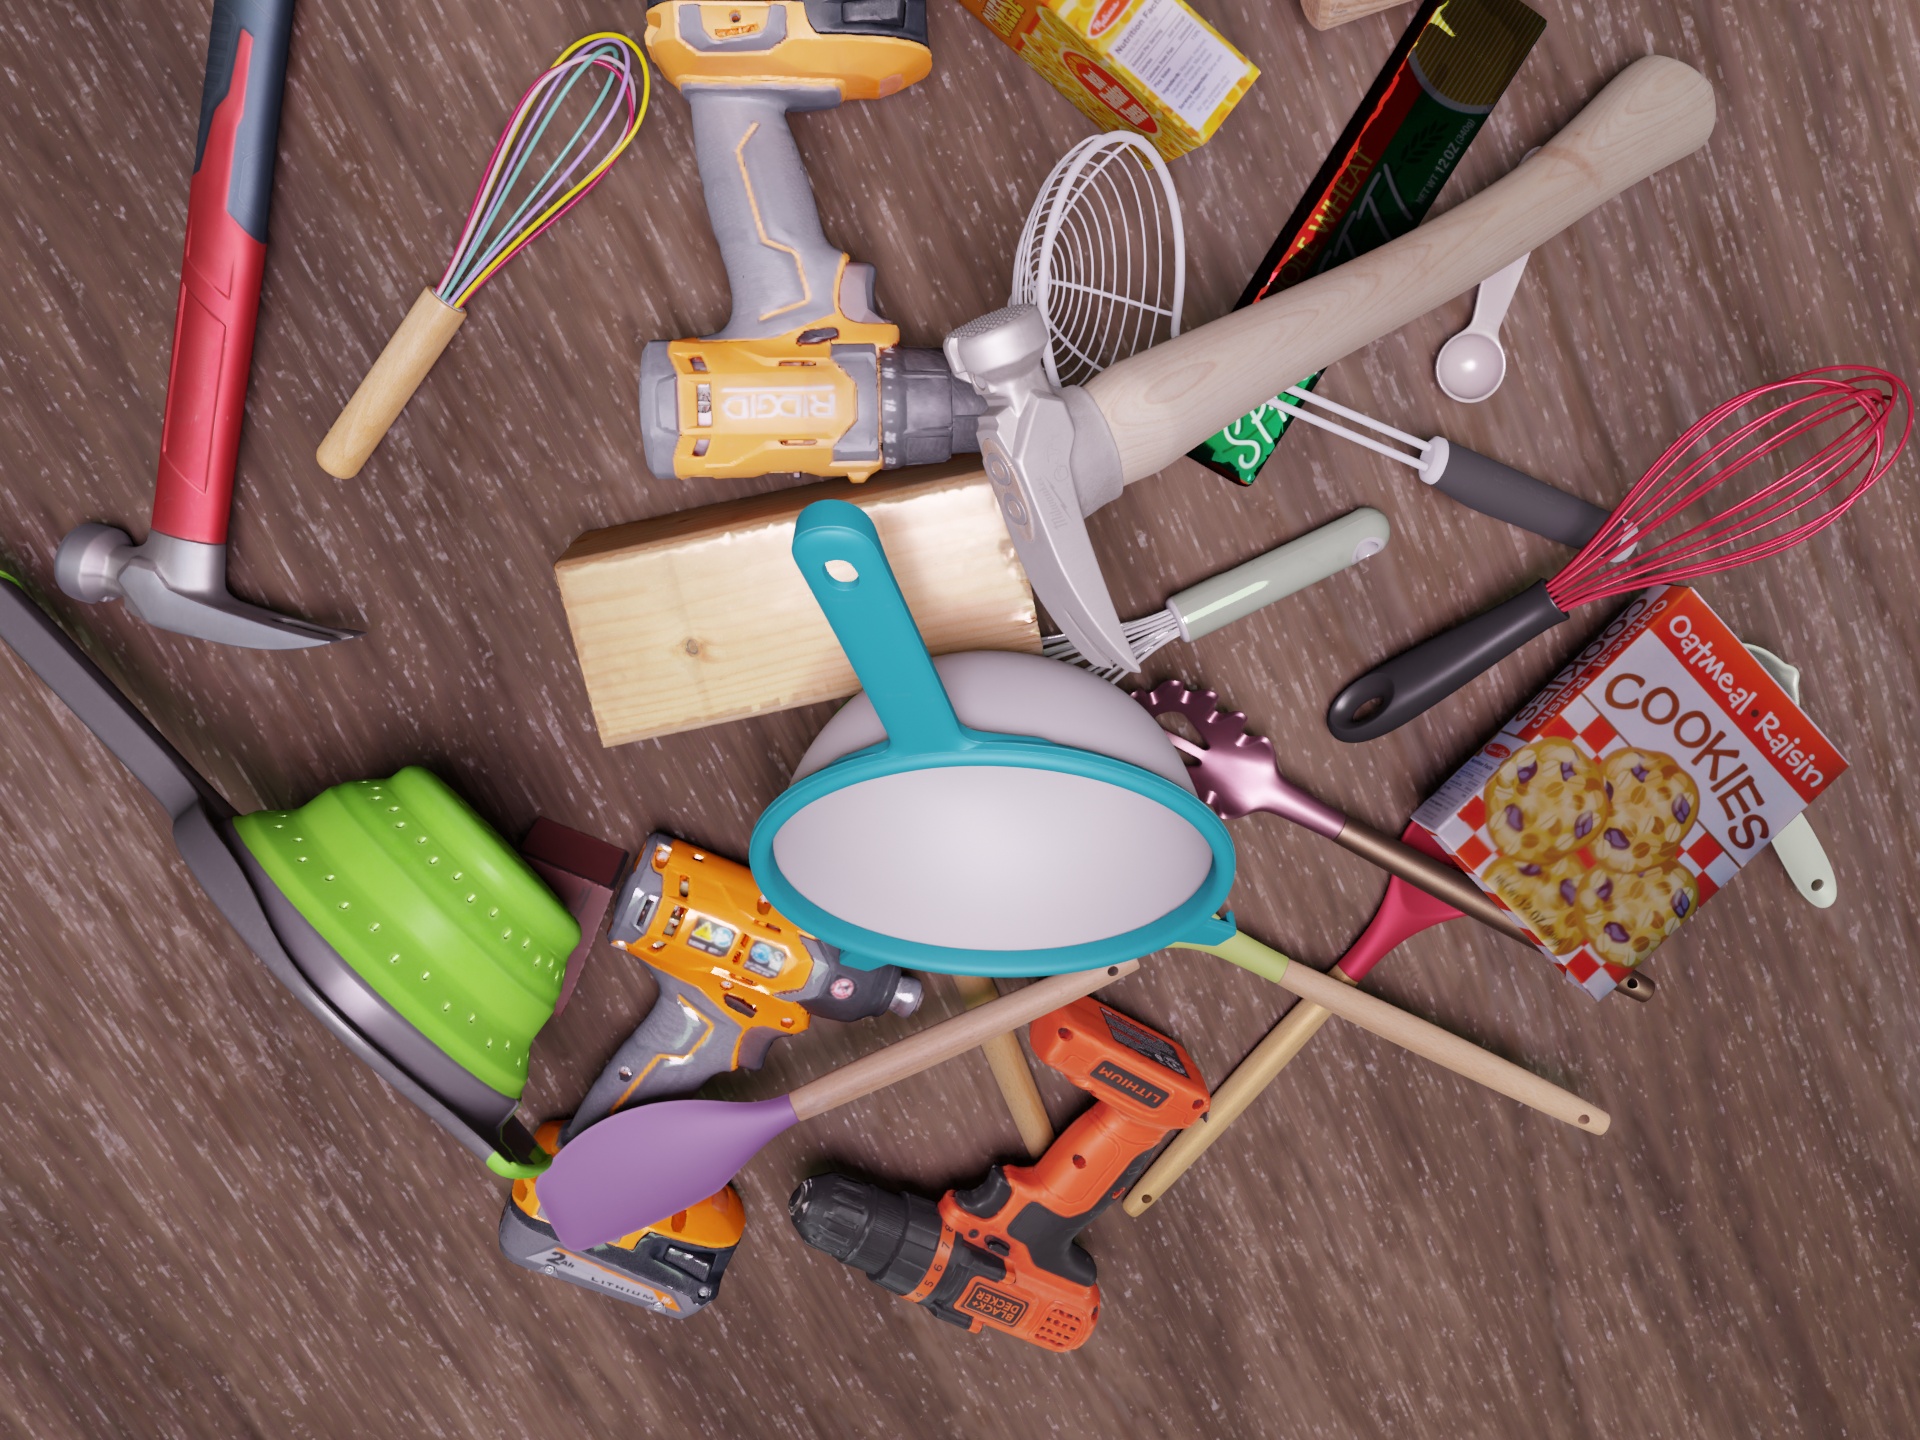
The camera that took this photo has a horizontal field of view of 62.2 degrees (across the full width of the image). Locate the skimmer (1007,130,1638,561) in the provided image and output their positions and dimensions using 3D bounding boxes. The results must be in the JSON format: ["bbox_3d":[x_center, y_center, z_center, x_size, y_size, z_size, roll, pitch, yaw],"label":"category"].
[{"bbox_3d":[0.181,-0.142,0.712,0.363,0.090,0.127,18,82,-19],"label":"skimmer"}]

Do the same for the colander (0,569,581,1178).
[{"bbox_3d":[-0.296,0.031,0.715,0.397,0.204,0.094,44,77,5],"label":"colander"}]

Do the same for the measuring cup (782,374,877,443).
[{"bbox_3d":[-0.078,-0.204,0.751,0.062,0.029,0.156,-10,94,-2],"label":"measuring cup"}]

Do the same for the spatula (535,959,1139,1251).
[{"bbox_3d":[-0.059,0.177,0.781,0.316,0.018,0.059,-23,100,-2],"label":"spatula"}]

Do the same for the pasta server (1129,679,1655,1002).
[{"bbox_3d":[0.216,0.068,0.802,0.316,0.040,0.060,28,94,-4],"label":"pasta server"}]

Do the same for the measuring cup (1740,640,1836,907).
[{"bbox_3d":[0.409,0.028,0.829,0.083,0.038,0.167,-34,106,6],"label":"measuring cup"}]

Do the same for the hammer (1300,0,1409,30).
[{"bbox_3d":[0.305,-0.362,0.698,0.331,0.031,0.130,-19,107,-6],"label":"hammer"}]

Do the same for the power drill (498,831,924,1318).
[{"bbox_3d":[-0.128,0.187,0.823,0.164,0.084,0.226,23,99,-10],"label":"power drill"}]

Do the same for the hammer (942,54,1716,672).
[{"bbox_3d":[0.184,-0.175,0.672,0.410,0.038,0.146,-32,112,-22],"label":"hammer"}]

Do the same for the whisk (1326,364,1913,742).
[{"bbox_3d":[0.298,-0.069,0.751,0.296,0.073,0.073,-35,105,28],"label":"whisk"}]

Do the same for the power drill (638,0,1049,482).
[{"bbox_3d":[-0.049,-0.218,0.699,0.185,0.084,0.226,-1,97,-3],"label":"power drill"}]

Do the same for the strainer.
[{"bbox_3d":[-0.001,-0.002,0.664,0.211,0.095,0.340,-6,145,13],"label":"strainer"}]

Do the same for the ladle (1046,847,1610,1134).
[{"bbox_3d":[0.190,0.145,0.816,0.320,0.062,0.078,26,108,0],"label":"ladle"}]

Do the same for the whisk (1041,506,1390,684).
[{"bbox_3d":[0.101,-0.047,0.790,0.246,0.059,0.057,-25,149,0],"label":"whisk"}]

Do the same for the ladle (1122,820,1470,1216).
[{"bbox_3d":[0.193,0.156,0.858,0.069,0.031,0.315,38,102,-6],"label":"ladle"}]

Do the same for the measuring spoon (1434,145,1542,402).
[{"bbox_3d":[0.258,-0.214,0.768,0.034,0.018,0.124,16,97,-7],"label":"measuring spoon"}]

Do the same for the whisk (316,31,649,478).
[{"bbox_3d":[-0.221,-0.208,0.729,0.047,0.051,0.245,36,104,-17],"label":"whisk"}]

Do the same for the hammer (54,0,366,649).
[{"bbox_3d":[-0.312,-0.225,0.710,0.143,0.038,0.386,15,103,7],"label":"hammer"}]

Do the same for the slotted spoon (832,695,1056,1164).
[{"bbox_3d":[0.006,0.129,0.841,0.070,0.031,0.313,-21,107,0],"label":"slotted spoon"}]
